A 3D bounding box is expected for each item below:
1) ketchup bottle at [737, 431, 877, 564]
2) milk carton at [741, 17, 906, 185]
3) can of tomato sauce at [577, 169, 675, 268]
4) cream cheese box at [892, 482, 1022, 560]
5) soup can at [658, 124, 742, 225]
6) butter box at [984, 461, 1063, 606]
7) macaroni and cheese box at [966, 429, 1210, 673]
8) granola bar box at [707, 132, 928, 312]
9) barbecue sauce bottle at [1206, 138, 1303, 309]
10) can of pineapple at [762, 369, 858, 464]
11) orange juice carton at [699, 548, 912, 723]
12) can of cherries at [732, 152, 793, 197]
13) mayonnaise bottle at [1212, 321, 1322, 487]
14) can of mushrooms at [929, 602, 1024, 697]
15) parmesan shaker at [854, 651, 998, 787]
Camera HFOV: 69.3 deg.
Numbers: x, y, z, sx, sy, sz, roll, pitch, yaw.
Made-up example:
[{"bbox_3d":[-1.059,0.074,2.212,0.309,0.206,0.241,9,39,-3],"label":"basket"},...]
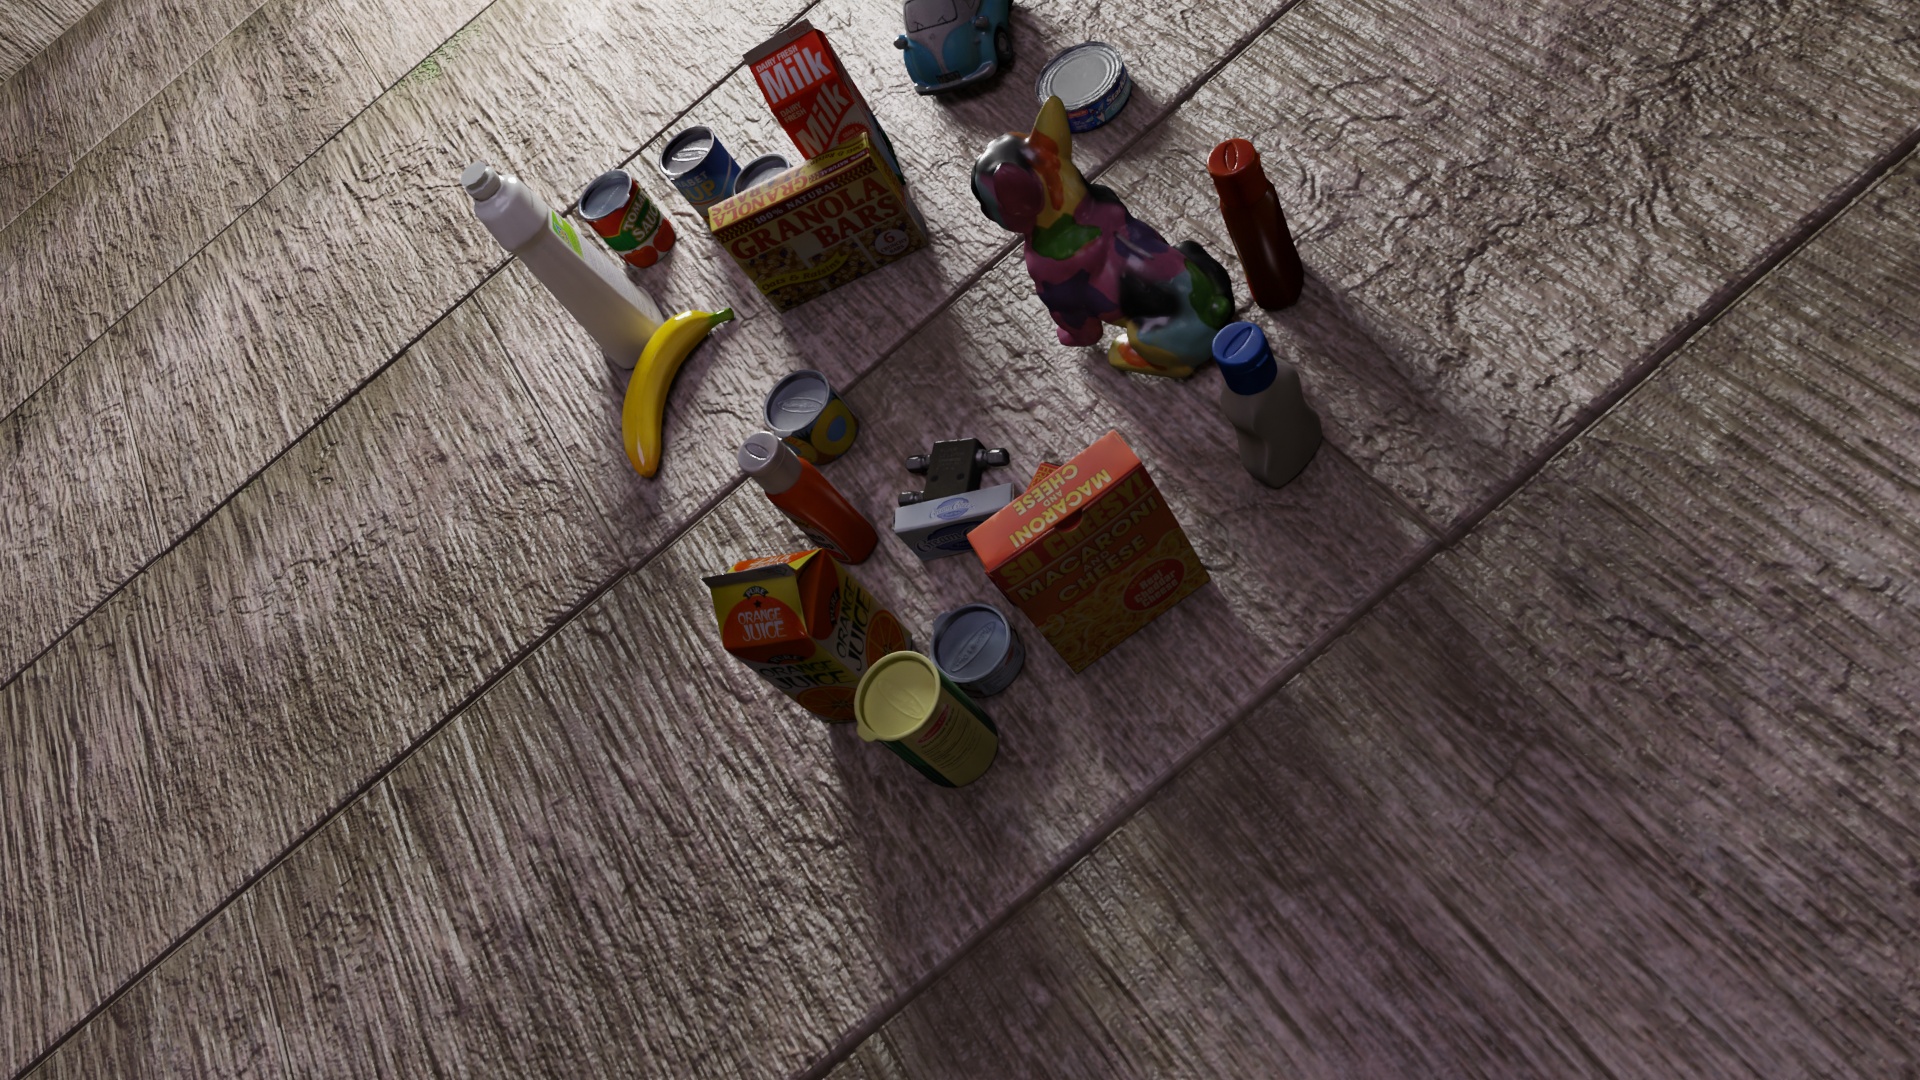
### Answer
[{"bbox_3d":[-0.125,-0.035,1.116,0.065,0.148,0.043,26,76,36],"label":"ketchup bottle"},{"bbox_3d":[-0.129,-0.407,1.318,0.072,0.190,0.074,-27,53,11],"label":"milk carton"},{"bbox_3d":[-0.347,-0.335,1.453,0.071,0.083,0.071,-13,57,20],"label":"can of tomato sauce"},{"bbox_3d":[0.004,-0.014,1.098,0.103,0.053,0.024,-12,57,21],"label":"cream cheese box"},{"bbox_3d":[-0.261,-0.372,1.432,0.071,0.083,0.071,-13,57,20],"label":"soup can"},{"bbox_3d":[0.059,-0.004,1.065,0.024,0.053,0.104,16,70,34],"label":"butter box"},{"bbox_3d":[0.094,0.013,0.965,0.123,0.166,0.040,-36,52,4],"label":"macaroni and cheese box"},{"bbox_3d":[-0.130,-0.291,1.290,0.165,0.124,0.039,-22,54,14],"label":"granola bar box"},{"bbox_3d":[0.226,-0.244,1.064,0.043,0.148,0.065,-10,58,22],"label":"barbecue sauce bottle"},{"bbox_3d":[-0.132,-0.106,1.221,0.071,0.057,0.071,-13,57,20],"label":"can of pineapple"},{"bbox_3d":[-0.110,0.065,1.020,0.072,0.192,0.073,-9,58,23],"label":"orange juice carton"},{"bbox_3d":[-0.184,-0.342,1.390,0.071,0.058,0.072,-13,57,20],"label":"can of cherries"},{"bbox_3d":[0.214,-0.098,0.982,0.065,0.147,0.041,-49,52,-7],"label":"mayonnaise bottle"},{"bbox_3d":[0.012,0.082,1.049,0.071,0.033,0.071,-13,57,20],"label":"can of mushrooms"},{"bbox_3d":[-0.025,0.132,0.993,0.071,0.102,0.071,-13,57,20],"label":"parmesan shaker"}]
